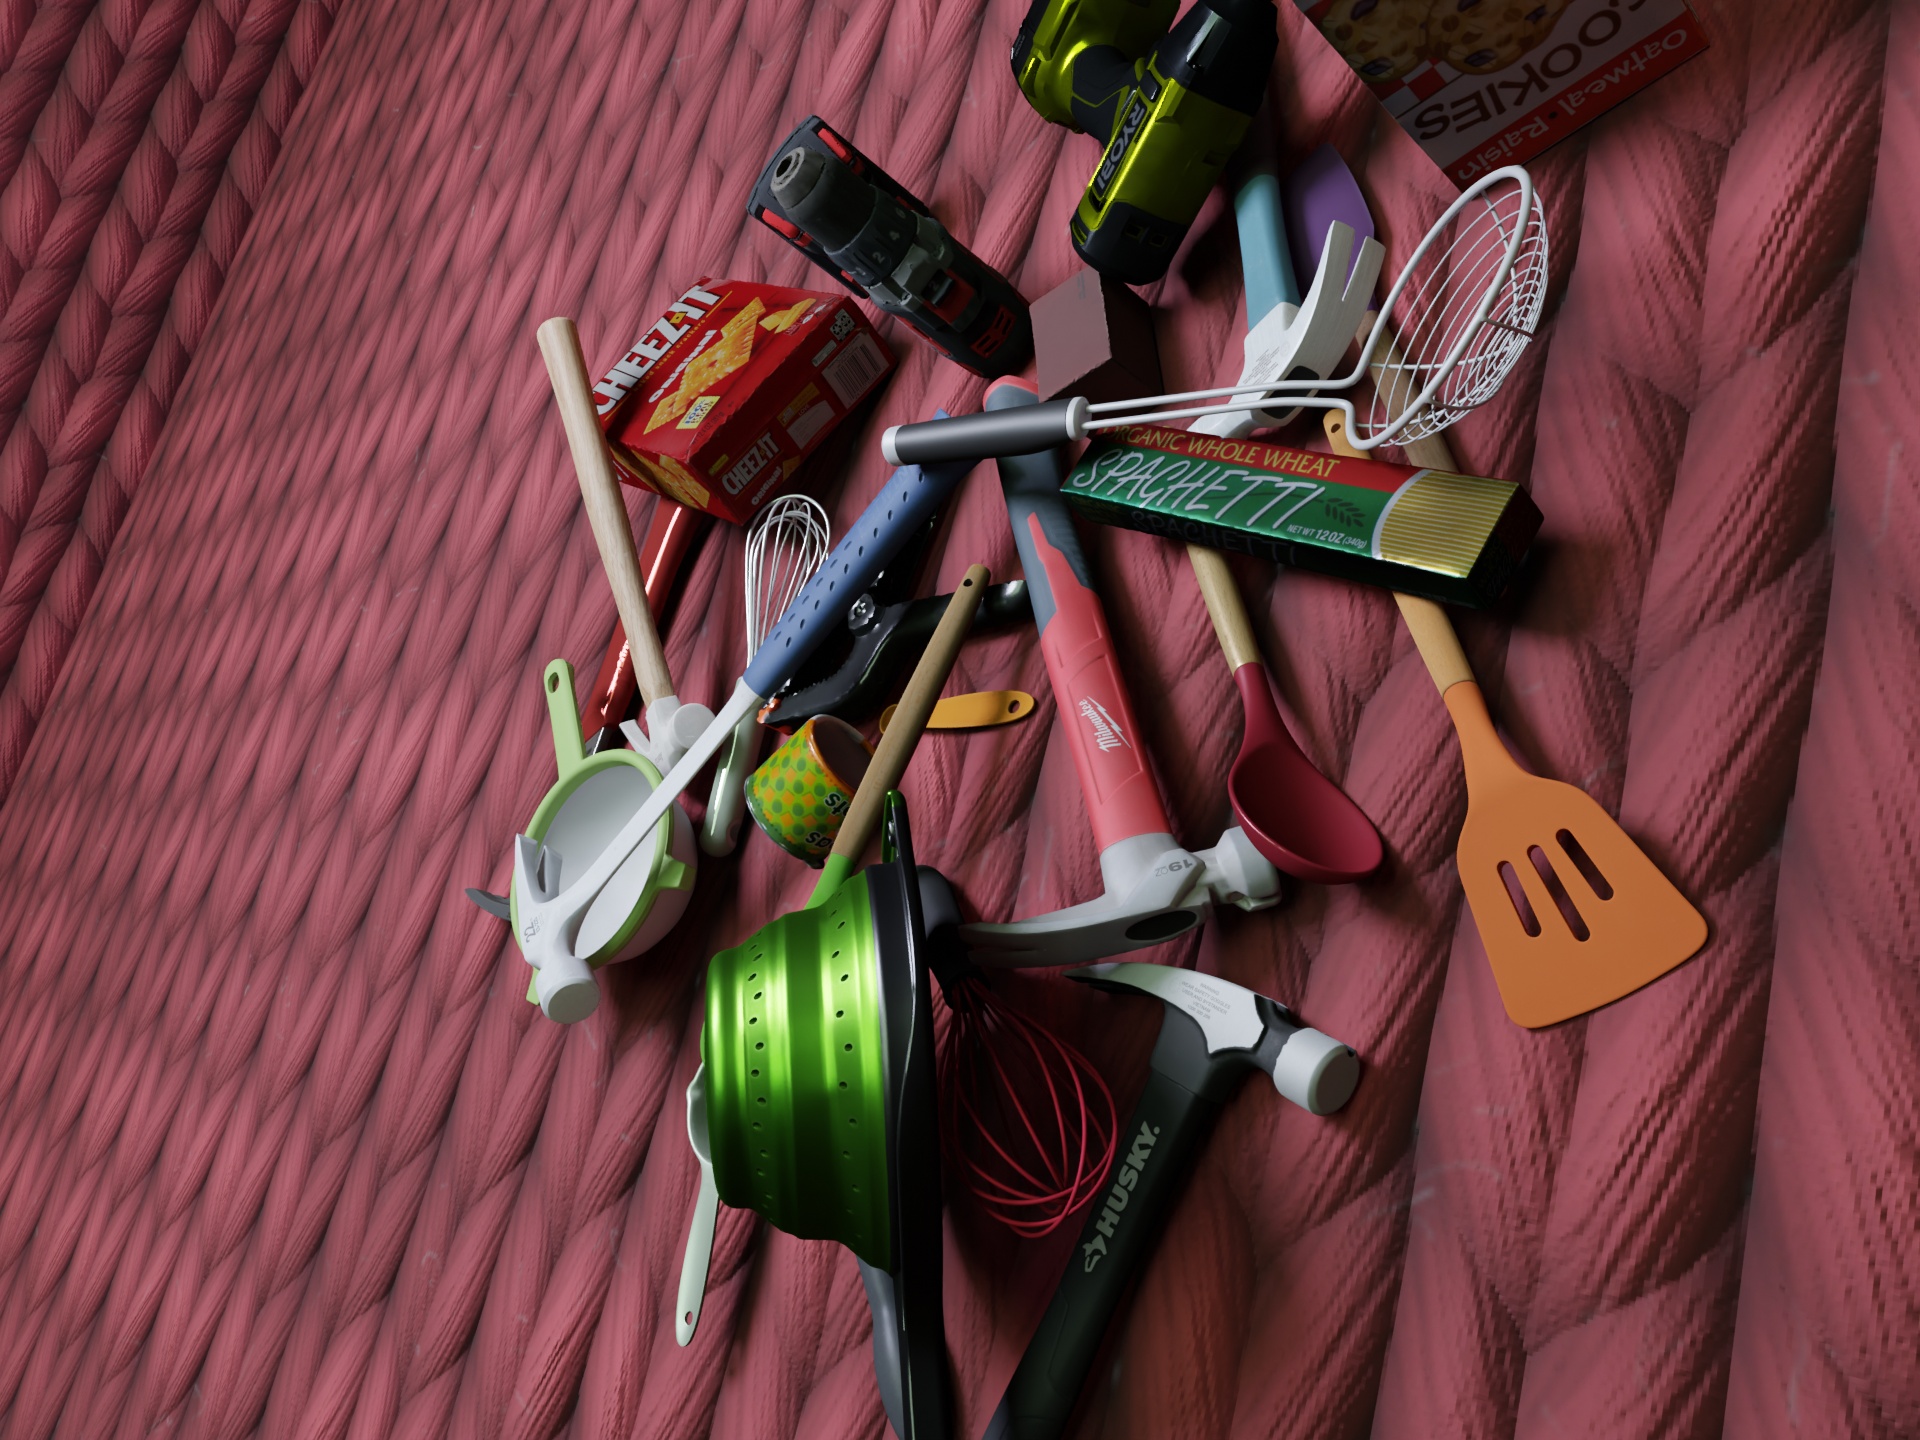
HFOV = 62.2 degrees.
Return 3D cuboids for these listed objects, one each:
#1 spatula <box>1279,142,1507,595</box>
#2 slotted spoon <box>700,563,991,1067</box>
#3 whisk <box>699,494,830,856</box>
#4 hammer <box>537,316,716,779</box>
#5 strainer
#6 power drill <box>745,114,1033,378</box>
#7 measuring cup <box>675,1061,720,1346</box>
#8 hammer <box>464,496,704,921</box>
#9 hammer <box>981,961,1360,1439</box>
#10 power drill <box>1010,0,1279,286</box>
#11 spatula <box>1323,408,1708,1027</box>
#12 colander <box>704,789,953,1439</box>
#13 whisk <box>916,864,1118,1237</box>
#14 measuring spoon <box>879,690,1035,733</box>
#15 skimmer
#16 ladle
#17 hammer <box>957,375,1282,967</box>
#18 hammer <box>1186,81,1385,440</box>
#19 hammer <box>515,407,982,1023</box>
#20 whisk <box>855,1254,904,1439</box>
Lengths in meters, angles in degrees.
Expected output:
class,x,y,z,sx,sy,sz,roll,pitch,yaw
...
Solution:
class,x,y,z,sx,sy,sz,roll,pitch,yaw
spatula,0.204,-0.177,0.777,0.059,0.018,0.316,-41,43,33
slotted spoon,-0.049,0.051,0.840,0.070,0.031,0.314,15,70,27
whisk,-0.132,-0.032,1.034,0.059,0.057,0.246,8,78,17
hammer,-0.233,-0.118,1.080,0.130,0.031,0.331,-39,66,63
strainer,-0.234,0.061,1.064,0.151,0.069,0.257,-40,47,20
power drill,-0.063,-0.313,1.010,0.080,0.187,0.227,-52,37,12
measuring cup,-0.122,0.255,0.871,0.083,0.038,0.168,-7,67,45
hammer,-0.260,-0.022,1.170,0.149,0.036,0.359,5,73,48
hammer,0.044,0.263,0.692,0.146,0.035,0.335,23,87,49
power drill,0.106,-0.374,0.903,0.171,0.080,0.223,-60,30,35
spatula,0.211,-0.026,0.685,0.081,0.041,0.323,-36,43,27
colander,-0.056,0.229,0.669,0.204,0.094,0.397,100,166,-66
whisk,0.007,0.136,0.740,0.073,0.073,0.296,-55,22,9
measuring spoon,-0.001,-0.003,0.908,0.117,0.011,0.021,-6,64,41
skimmer,0.095,-0.169,0.748,0.363,0.090,0.127,-1,57,36
ladle,0.131,-0.042,0.761,0.316,0.069,0.031,-100,28,-42
hammer,0.042,-0.047,0.825,0.143,0.038,0.387,-15,48,3
hammer,0.159,-0.295,0.866,0.128,0.033,0.331,-41,40,46
hammer,-0.129,-0.014,0.928,0.405,0.035,0.144,-50,39,9
whisk,-0.052,0.223,0.802,0.070,0.070,0.285,-39,50,25
